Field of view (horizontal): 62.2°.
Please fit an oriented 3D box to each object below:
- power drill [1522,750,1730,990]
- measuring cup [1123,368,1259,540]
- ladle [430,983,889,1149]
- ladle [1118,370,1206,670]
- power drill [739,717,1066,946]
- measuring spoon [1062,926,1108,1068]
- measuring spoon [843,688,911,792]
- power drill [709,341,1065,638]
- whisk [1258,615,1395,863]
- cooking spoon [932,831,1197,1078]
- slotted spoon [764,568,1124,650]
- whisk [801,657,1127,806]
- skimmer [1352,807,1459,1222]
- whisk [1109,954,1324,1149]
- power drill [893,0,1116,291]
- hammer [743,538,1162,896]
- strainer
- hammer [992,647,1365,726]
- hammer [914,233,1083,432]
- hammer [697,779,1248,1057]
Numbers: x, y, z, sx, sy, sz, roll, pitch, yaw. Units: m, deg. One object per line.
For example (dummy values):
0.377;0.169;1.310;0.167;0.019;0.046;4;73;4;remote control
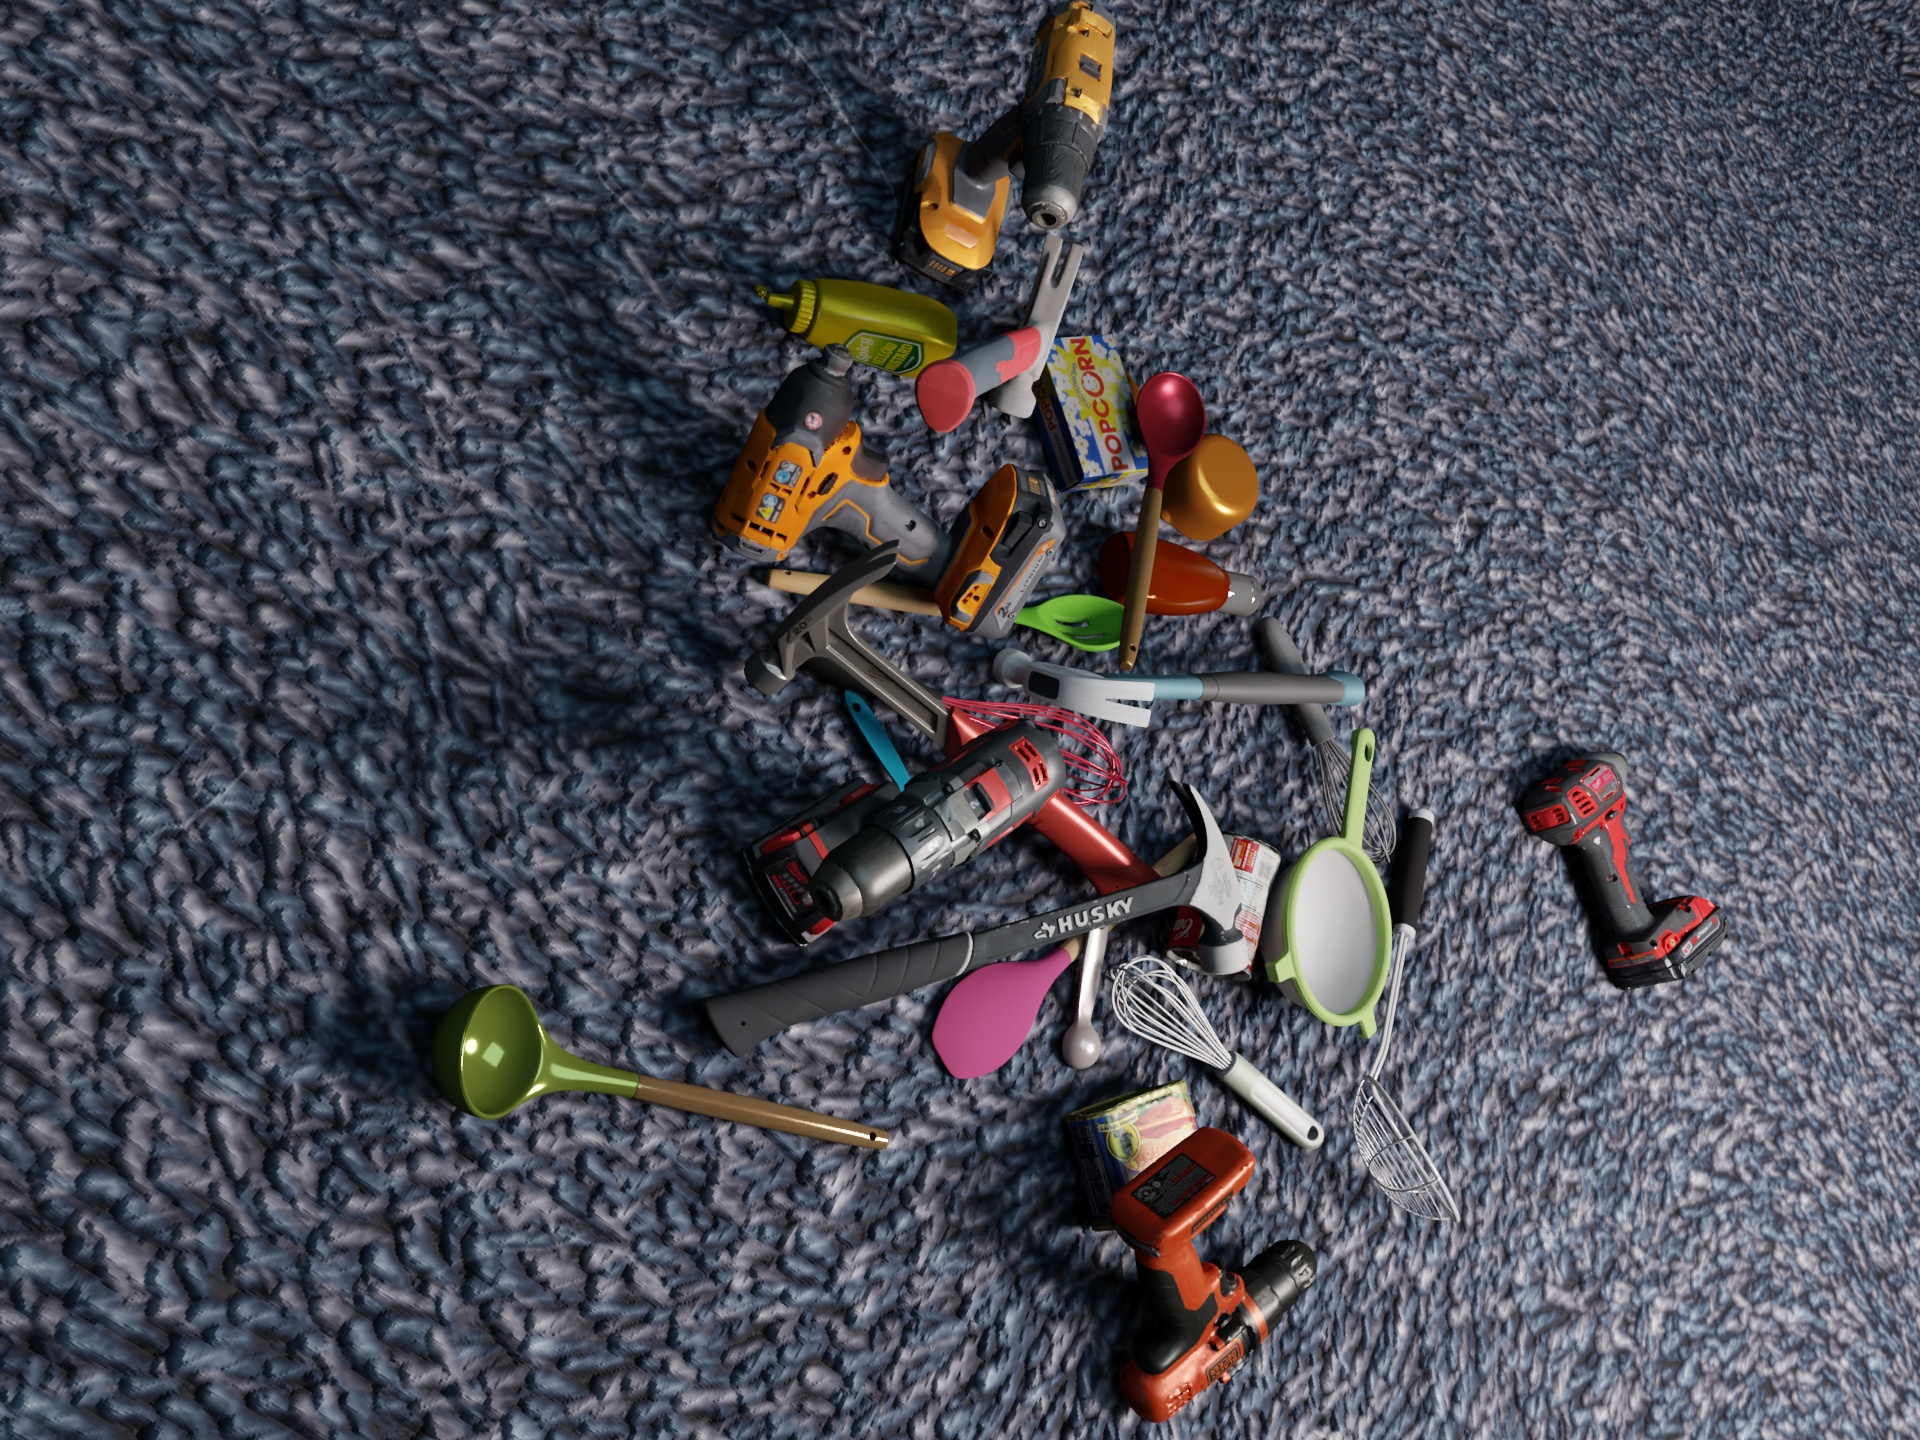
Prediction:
0.644;0.137;1.544;0.143;0.078;0.219;-28;88;-36;power drill
0.195;-0.242;1.384;0.095;0.052;0.173;-38;99;-35;measuring cup
-0.175;0.233;0.996;0.320;0.062;0.078;21;65;-29;ladle
0.153;-0.164;1.277;0.069;0.031;0.316;27;52;-18;ladle
-0.056;0.082;1.014;0.188;0.226;0.080;-33;94;-36;power drill
0.101;0.200;1.192;0.034;0.018;0.124;19;76;-39;measuring spoon
-0.055;0.035;1.163;0.042;0.021;0.129;-23;79;-49;measuring spoon
-0.043;-0.162;1.125;0.226;0.164;0.084;20;32;-18;power drill
0.317;0.017;1.389;0.055;0.055;0.239;-19;81;-35;whisk
0.095;0.165;1.213;0.319;0.017;0.068;-35;98;-35;cooking spoon
-0.003;-0.088;1.223;0.313;0.031;0.070;6;37;-28;slotted spoon
-0.002;-0.004;1.183;0.295;0.073;0.073;24;63;-18;whisk
0.395;0.236;1.341;0.127;0.090;0.363;57;43;-48;skimmer
0.202;0.262;1.235;0.246;0.059;0.058;42;69;-21;whisk
0.034;-0.419;1.230;0.084;0.226;0.185;20;65;-26;power drill
0.025;0.024;1.138;0.358;0.149;0.037;39;32;-24;hammer
0.297;0.125;1.317;0.151;0.069;0.256;33;60;-37;strainer
0.195;-0.027;1.275;0.330;0.128;0.033;0;105;-33;hammer
0.030;-0.267;1.117;0.038;0.143;0.386;21;19;4;hammer
0.018;0.152;1.105;0.409;0.036;0.149;-13;99;-22;hammer
